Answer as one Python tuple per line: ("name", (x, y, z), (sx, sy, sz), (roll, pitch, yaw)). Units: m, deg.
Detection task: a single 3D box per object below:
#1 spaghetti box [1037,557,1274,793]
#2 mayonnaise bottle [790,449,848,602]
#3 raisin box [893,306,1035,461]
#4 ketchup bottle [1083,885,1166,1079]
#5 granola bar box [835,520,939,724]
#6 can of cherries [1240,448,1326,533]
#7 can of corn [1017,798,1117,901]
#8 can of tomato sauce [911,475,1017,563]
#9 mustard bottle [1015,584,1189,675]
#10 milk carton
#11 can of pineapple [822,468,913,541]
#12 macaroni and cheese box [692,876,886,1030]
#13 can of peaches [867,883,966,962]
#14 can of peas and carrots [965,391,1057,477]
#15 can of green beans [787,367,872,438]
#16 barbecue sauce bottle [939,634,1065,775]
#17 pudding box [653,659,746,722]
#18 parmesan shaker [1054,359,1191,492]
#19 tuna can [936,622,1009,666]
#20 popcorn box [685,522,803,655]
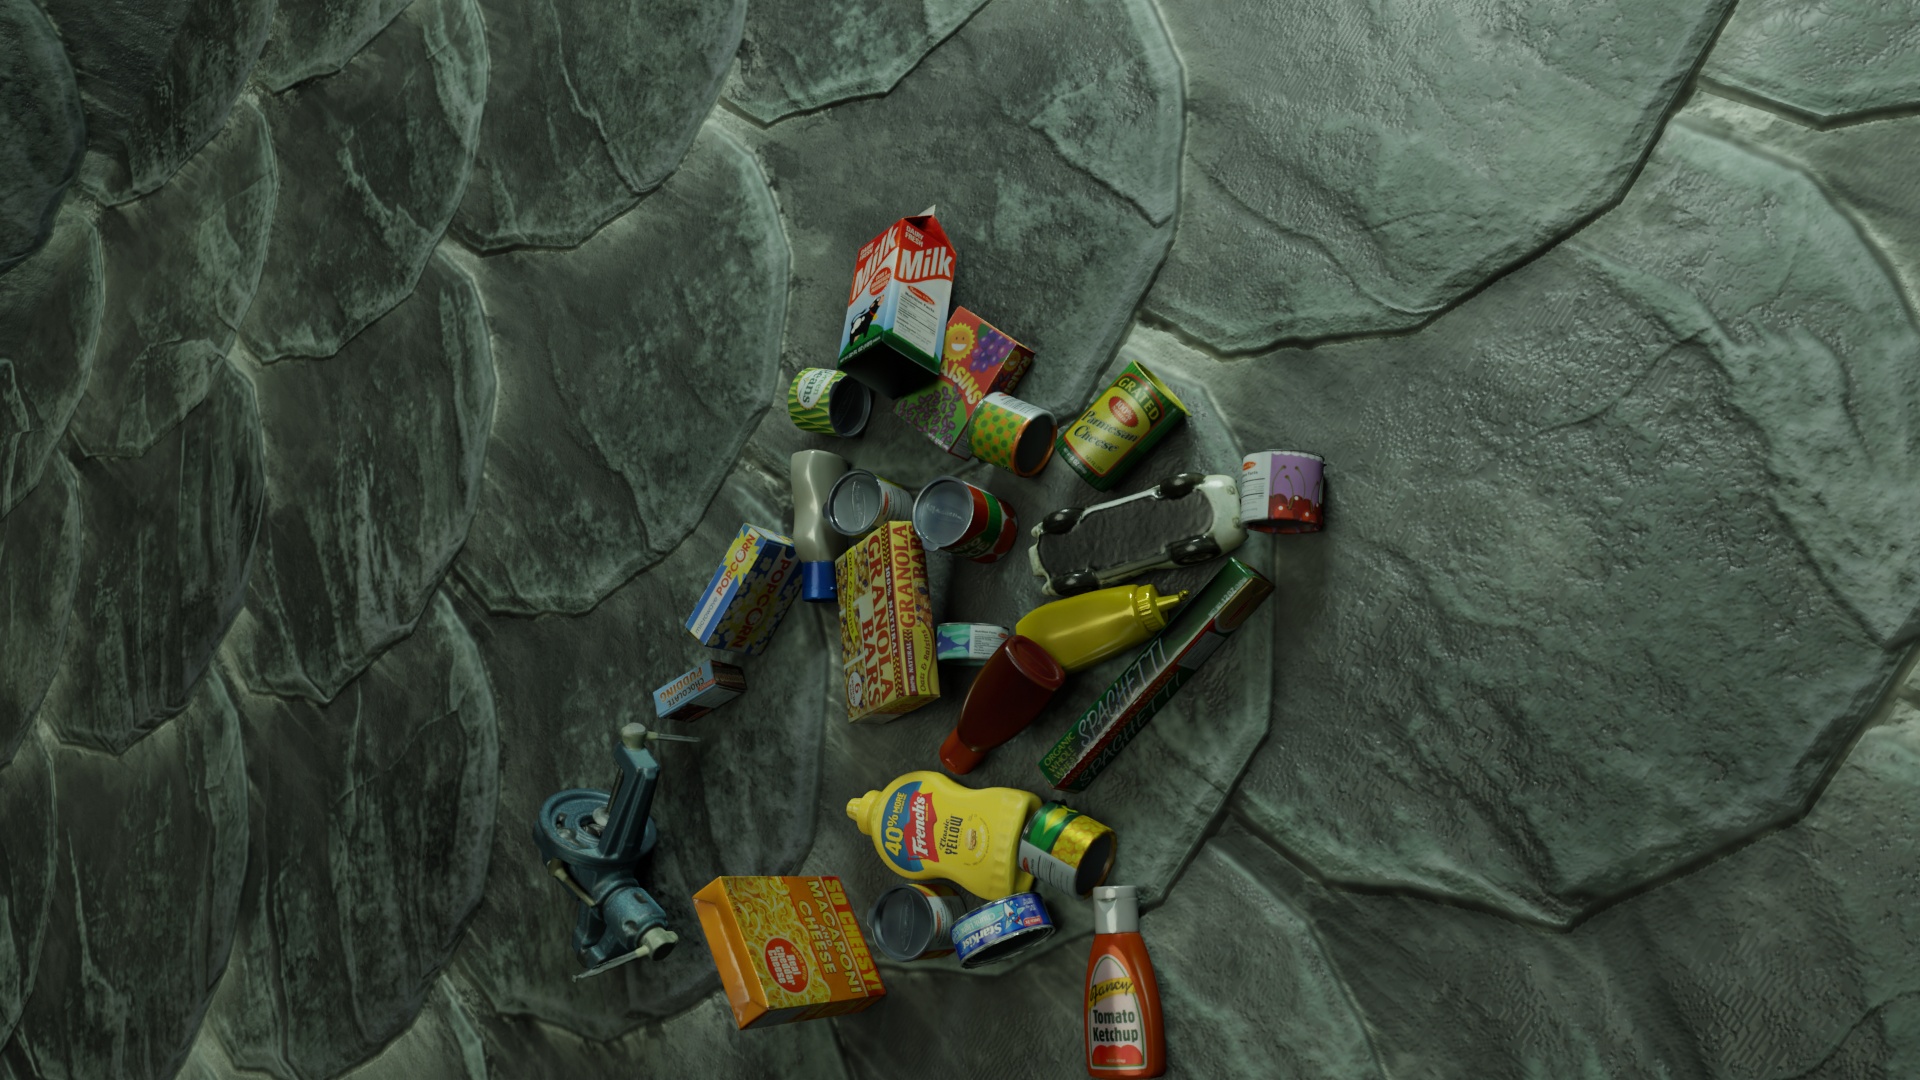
("spaghetti box", (0.162, 0.116, 1.166), (0.249, 0.050, 0.029), (-49, 56, 13))
("mayonnaise bottle", (-0.140, -0.013, 1.383), (0.041, 0.065, 0.148), (-8, 78, 34))
("raisin box", (0.003, -0.151, 1.340), (0.086, 0.040, 0.123), (38, 101, 34))
("ketchup bottle", (0.131, 0.358, 1.130), (0.064, 0.043, 0.149), (-12, 72, 30))
("granola bar box", (-0.071, 0.078, 1.296), (0.123, 0.039, 0.166), (-34, 58, 55))
("can of cherries", (0.265, -0.039, 1.133), (0.071, 0.071, 0.058), (-3, 77, 32))
("can of corn", (0.092, 0.259, 1.167), (0.058, 0.071, 0.071), (22, 91, 33))
("can of tomato sauce", (0.005, -0.016, 1.278), (0.071, 0.083, 0.071), (-8, 74, 31))
("mustard bottle", (0.127, 0.072, 1.200), (0.160, 0.049, 0.065), (-20, 77, 26))
("milk carton", (-0.058, -0.241, 1.357), (0.072, 0.073, 0.191), (-23, 49, 44))
("can of pineapple", (-0.089, -0.032, 1.356), (0.071, 0.058, 0.071), (-8, 74, 30))
("macaroni and cheese box", (-0.150, 0.360, 1.231), (0.040, 0.166, 0.124), (-38, 61, 20))
("can of peaches", (-0.038, 0.337, 1.232), (0.071, 0.058, 0.071), (-8, 75, 31))
("can of peas and carrots", (0.047, -0.095, 1.283), (0.059, 0.071, 0.071), (26, 92, 34))
("can of green beans", (-0.132, -0.140, 1.406), (0.058, 0.071, 0.071), (12, 85, 34))
("barbecue sauce bottle", (0.030, 0.150, 1.217), (0.065, 0.044, 0.147), (41, 126, 8))
("pudding box", (-0.269, 0.156, 1.427), (0.083, 0.049, 0.030), (-30, 63, 23))
("parmesan shaker", (0.142, -0.098, 1.223), (0.103, 0.071, 0.071), (-46, 59, 15))
("tuna can", (0.009, 0.095, 1.259), (0.071, 0.071, 0.033), (-4, 77, 31))
("popcorn box", (-0.209, 0.051, 1.395), (0.038, 0.085, 0.126), (36, 98, 34))
